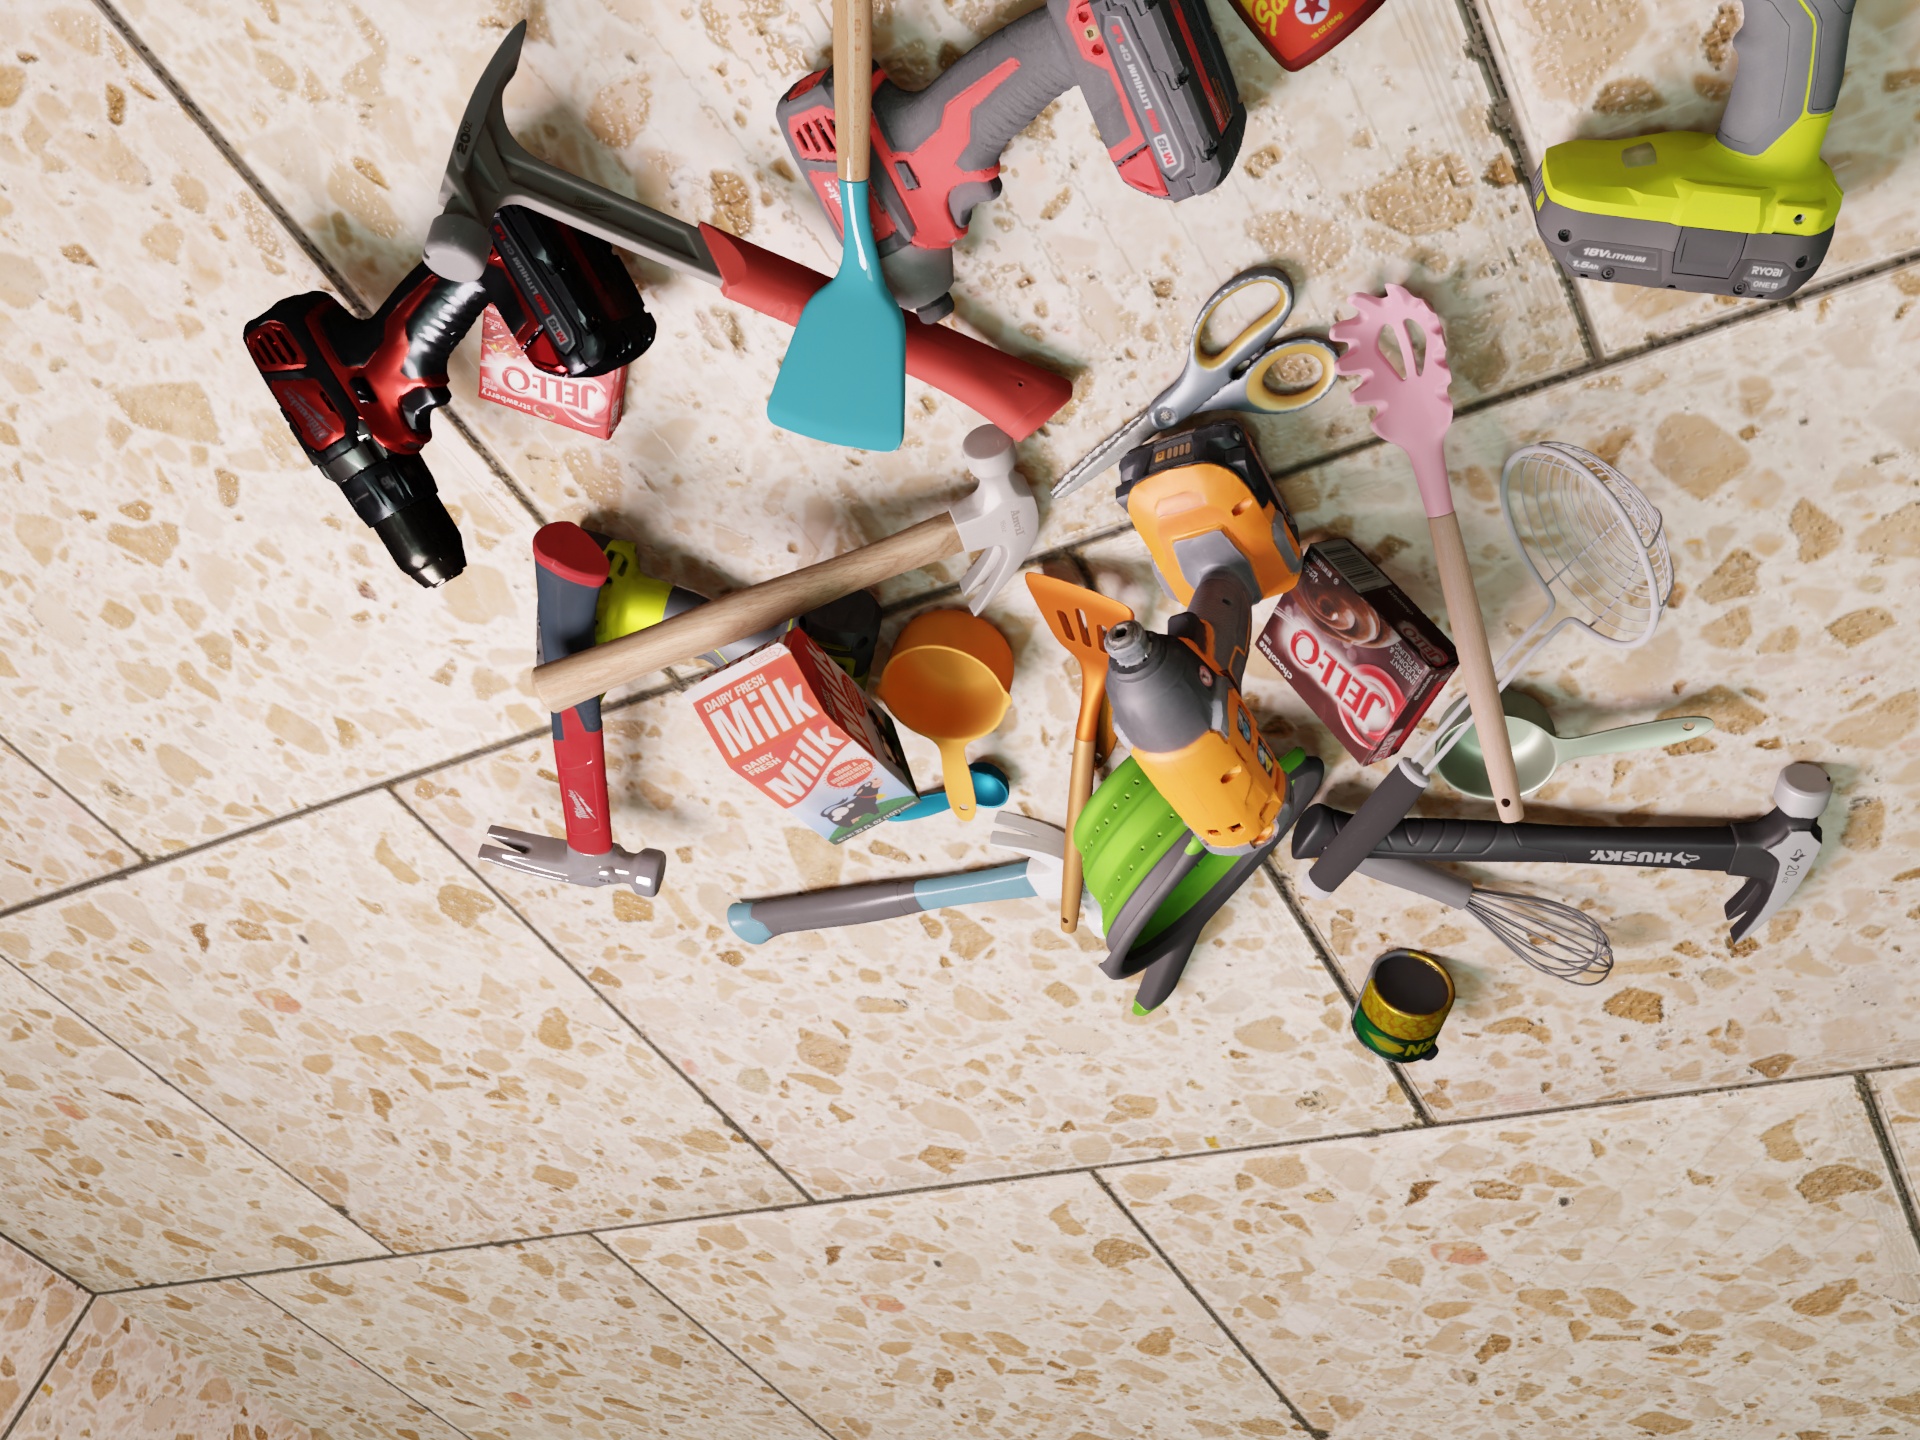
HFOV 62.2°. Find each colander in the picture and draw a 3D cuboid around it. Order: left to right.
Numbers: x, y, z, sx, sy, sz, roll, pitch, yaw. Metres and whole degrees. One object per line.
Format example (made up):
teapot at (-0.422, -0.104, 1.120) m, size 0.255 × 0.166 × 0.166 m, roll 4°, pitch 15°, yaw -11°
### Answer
colander at (0.140, 0.114, 1.155) m, size 0.095 × 0.204 × 0.396 m, roll 45°, pitch 157°, yaw 20°

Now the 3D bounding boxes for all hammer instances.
hammer at (-0.281, 0.003, 1.104) m, size 0.143 × 0.038 × 0.386 m, roll 12°, pitch 143°, yaw 0°
hammer at (-0.101, -0.249, 0.883) m, size 0.359 × 0.149 × 0.036 m, roll 19°, pitch 159°, yaw -19°
hammer at (-0.108, -0.076, 0.995) m, size 0.331 × 0.031 × 0.129 m, roll -21°, pitch 144°, yaw 2°
hammer at (-0.042, 0.144, 1.282) m, size 0.331 × 0.033 × 0.128 m, roll -12°, pitch 129°, yaw 26°
hammer at (0.396, 0.087, 1.082) m, size 0.335 × 0.035 × 0.146 m, roll 1°, pitch 133°, yaw 10°

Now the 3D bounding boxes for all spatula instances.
spatula at (-0.056, -0.288, 0.775) m, size 0.082 × 0.044 × 0.317 m, roll 17°, pitch 129°, yaw 19°
spatula at (0.081, 0.034, 1.114) m, size 0.081 × 0.041 × 0.322 m, roll 22°, pitch 131°, yaw 26°

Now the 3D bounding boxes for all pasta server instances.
pasta server at (0.272, -0.087, 0.887) m, size 0.060 × 0.040 × 0.316 m, roll -8°, pitch 105°, yaw 35°

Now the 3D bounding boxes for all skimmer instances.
skimmer at (0.293, -0.007, 0.965) m, size 0.090 × 0.127 × 0.363 m, roll -6°, pitch 140°, yaw -38°

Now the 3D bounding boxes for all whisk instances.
whisk at (0.359, 0.128, 1.139) m, size 0.239 × 0.055 × 0.055 m, roll 23°, pitch 135°, yaw 0°

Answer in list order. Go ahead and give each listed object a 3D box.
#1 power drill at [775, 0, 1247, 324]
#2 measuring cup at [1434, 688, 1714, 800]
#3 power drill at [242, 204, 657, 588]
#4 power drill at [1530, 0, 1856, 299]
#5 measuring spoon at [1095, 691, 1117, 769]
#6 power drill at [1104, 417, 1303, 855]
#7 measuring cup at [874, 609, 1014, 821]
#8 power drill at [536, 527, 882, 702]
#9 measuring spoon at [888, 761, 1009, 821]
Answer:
power drill at (0.025, -0.292, 0.811) m, size 0.220 × 0.079 × 0.143 m, roll -11°, pitch 123°, yaw 30°
measuring cup at (0.390, 0.005, 1.020) m, size 0.167 × 0.038 × 0.083 m, roll -10°, pitch 129°, yaw 22°
power drill at (-0.293, -0.197, 0.938) m, size 0.226 × 0.080 × 0.187 m, roll -24°, pitch 103°, yaw 21°
power drill at (0.332, -0.314, 0.702) m, size 0.190 × 0.080 × 0.228 m, roll 9°, pitch 132°, yaw 8°
measuring spoon at (0.104, -0.003, 1.111) m, size 0.021 × 0.011 × 0.116 m, roll 15°, pitch 135°, yaw 2°
power drill at (0.131, -0.060, 0.883) m, size 0.084 × 0.227 × 0.164 m, roll -14°, pitch 137°, yaw 28°
measuring cup at (-0.002, -0.004, 1.116) m, size 0.095 × 0.052 × 0.173 m, roll 3°, pitch 135°, yaw 13°
power drill at (-0.176, -0.041, 1.115) m, size 0.223 × 0.080 × 0.171 m, roll 15°, pitch 138°, yaw -2°
measuring spoon at (-0.013, 0.054, 1.203) m, size 0.128 × 0.021 × 0.042 m, roll -18°, pitch 127°, yaw 41°
